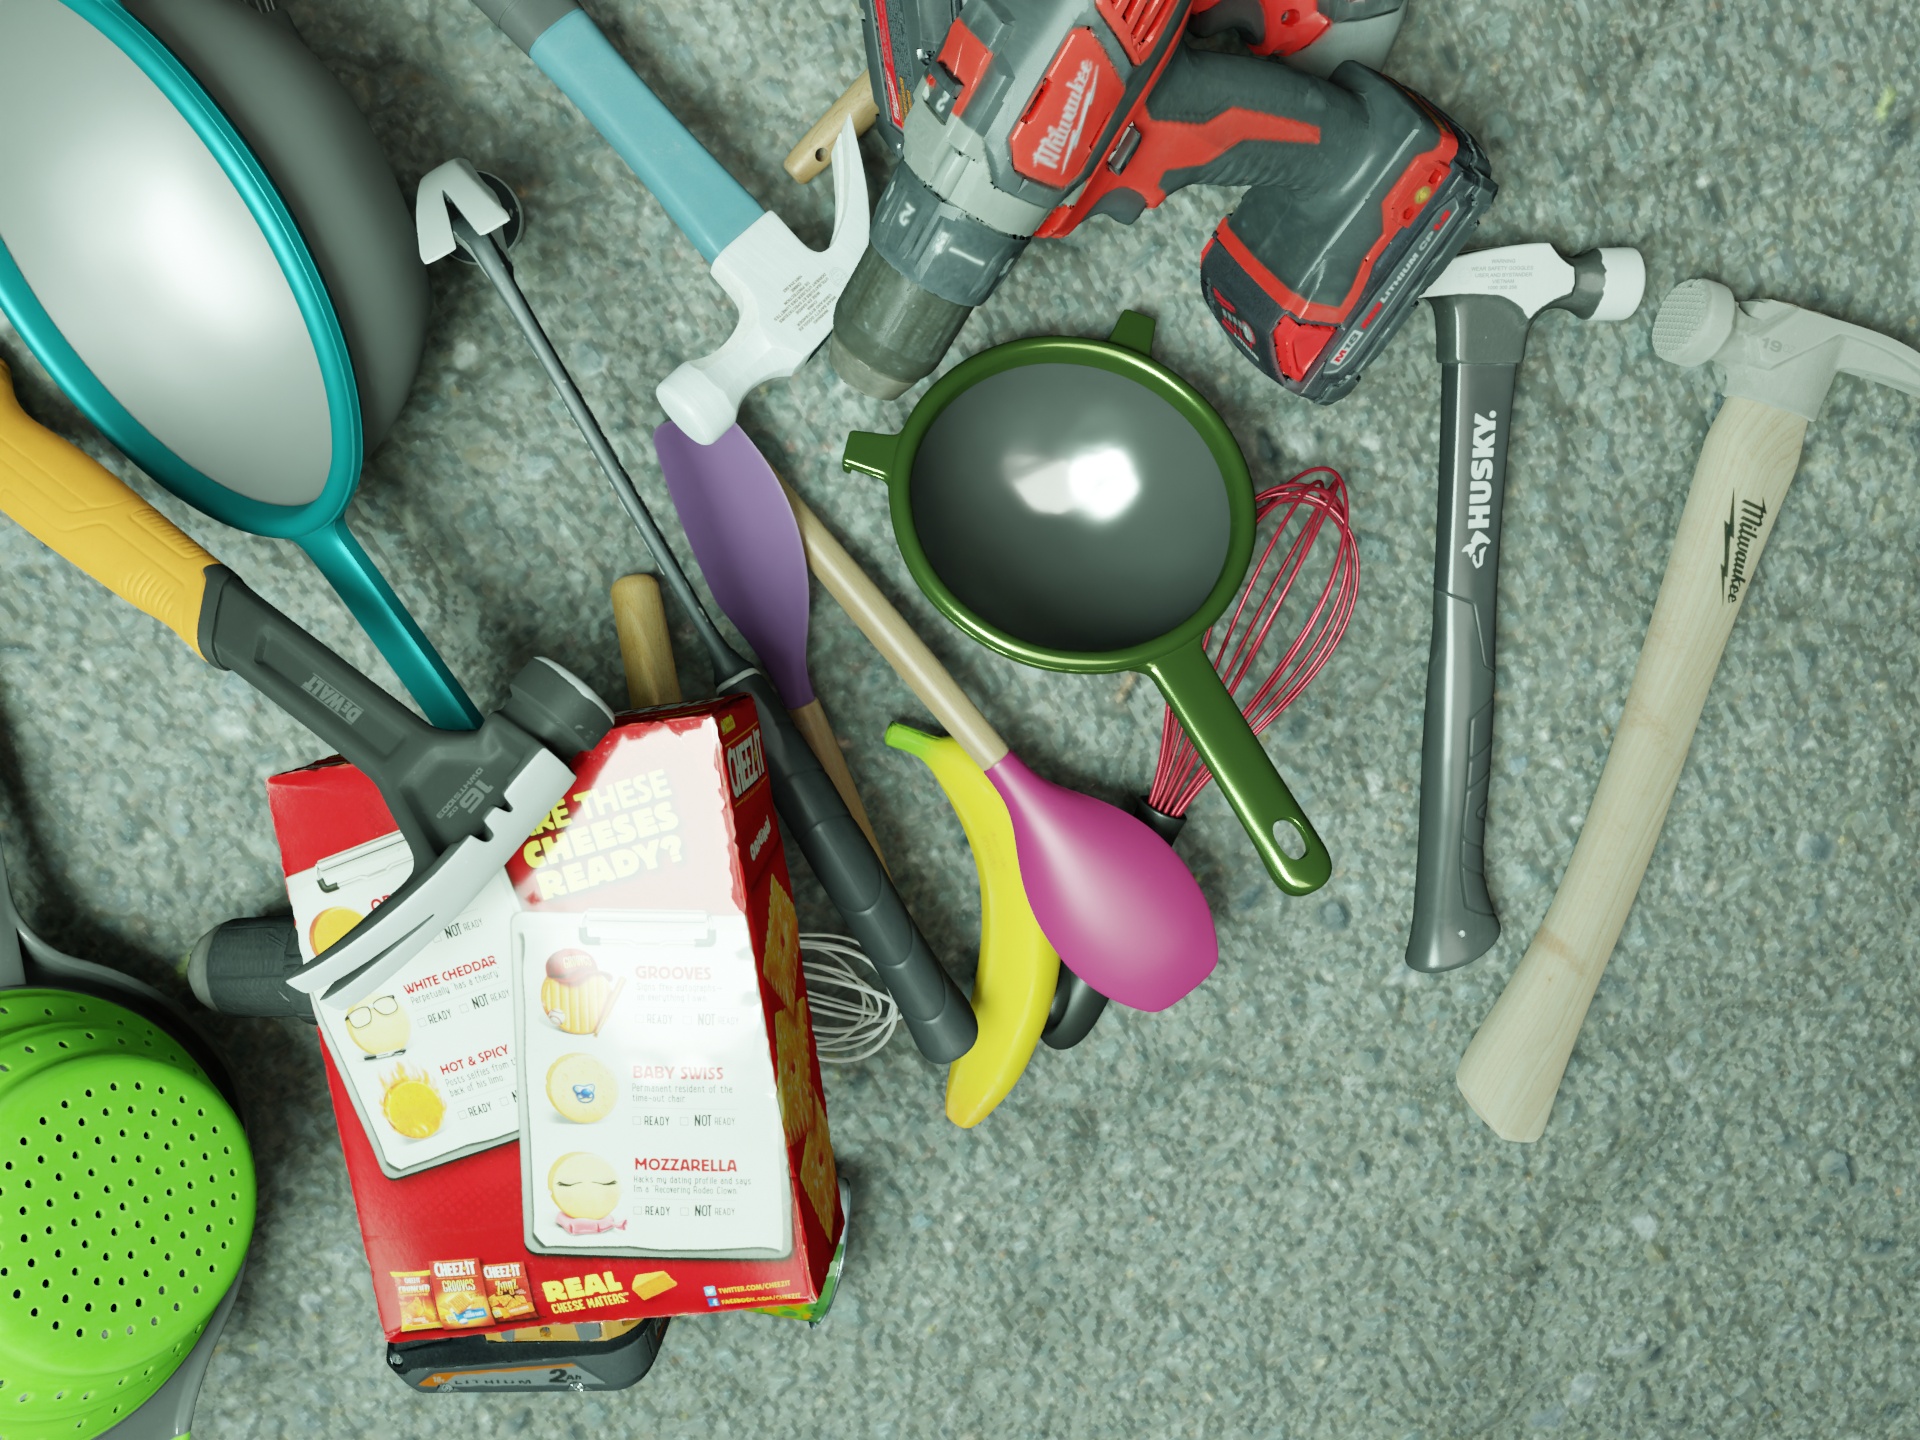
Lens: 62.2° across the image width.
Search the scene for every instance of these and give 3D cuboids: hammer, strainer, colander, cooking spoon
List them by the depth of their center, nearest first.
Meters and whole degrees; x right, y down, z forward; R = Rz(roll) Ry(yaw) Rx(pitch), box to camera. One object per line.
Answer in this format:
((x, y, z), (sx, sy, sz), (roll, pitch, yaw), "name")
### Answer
((-0.280, -0.041, 0.559), (0.337, 0.034, 0.127), (33, 75, 21), "hammer")
((-0.162, -0.267, 0.595), (0.128, 0.033, 0.331), (-44, 98, -13), "hammer")
((-0.235, -0.127, 0.596), (0.095, 0.211, 0.340), (-48, 121, -37), "strainer")
((-0.353, 0.104, 0.597), (0.094, 0.204, 0.397), (-16, 84, 33), "colander")
((-0.095, -0.029, 0.631), (0.036, 0.149, 0.408), (-30, 108, -3), "hammer")
((0.069, -0.036, 0.657), (0.151, 0.069, 0.256), (-27, 78, -16), "strainer")
((-0.001, -0.002, 0.684), (0.069, 0.017, 0.319), (-40, 94, 2), "cooking spoon")
((0.225, -0.043, 0.727), (0.146, 0.035, 0.334), (-3, 104, -8), "hammer")
((0.337, 0.013, 0.757), (0.146, 0.038, 0.410), (13, 102, -12), "hammer")

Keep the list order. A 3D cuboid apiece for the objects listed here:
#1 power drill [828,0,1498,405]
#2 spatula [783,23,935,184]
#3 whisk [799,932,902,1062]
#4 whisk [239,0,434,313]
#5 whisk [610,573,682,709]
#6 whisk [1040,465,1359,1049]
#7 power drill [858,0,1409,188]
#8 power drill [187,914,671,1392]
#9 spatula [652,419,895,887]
((0.071, -0.184, 0.591), (0.226, 0.080, 0.187), (6, 131, -40), "power drill")
((0.048, -0.327, 0.627), (0.317, 0.044, 0.082), (-44, 129, 6), "spatula")
((-0.143, 0.102, 0.709), (0.246, 0.059, 0.058), (16, 64, -8), "whisk")
((-0.262, -0.264, 0.602), (0.055, 0.055, 0.238), (-24, 110, -1), "whisk")
((-0.119, 0.059, 0.669), (0.047, 0.051, 0.245), (-12, 86, 2), "whisk")
((0.100, 0.023, 0.715), (0.073, 0.073, 0.295), (20, 105, -12), "whisk")
((0.076, -0.281, 0.613), (0.219, 0.079, 0.143), (-19, 130, -12), "power drill")
((-0.220, 0.174, 0.682), (0.185, 0.084, 0.226), (-3, 110, 5), "power drill")
((-0.060, 0.015, 0.704), (0.060, 0.018, 0.315), (-7, 112, 33), "spatula")
